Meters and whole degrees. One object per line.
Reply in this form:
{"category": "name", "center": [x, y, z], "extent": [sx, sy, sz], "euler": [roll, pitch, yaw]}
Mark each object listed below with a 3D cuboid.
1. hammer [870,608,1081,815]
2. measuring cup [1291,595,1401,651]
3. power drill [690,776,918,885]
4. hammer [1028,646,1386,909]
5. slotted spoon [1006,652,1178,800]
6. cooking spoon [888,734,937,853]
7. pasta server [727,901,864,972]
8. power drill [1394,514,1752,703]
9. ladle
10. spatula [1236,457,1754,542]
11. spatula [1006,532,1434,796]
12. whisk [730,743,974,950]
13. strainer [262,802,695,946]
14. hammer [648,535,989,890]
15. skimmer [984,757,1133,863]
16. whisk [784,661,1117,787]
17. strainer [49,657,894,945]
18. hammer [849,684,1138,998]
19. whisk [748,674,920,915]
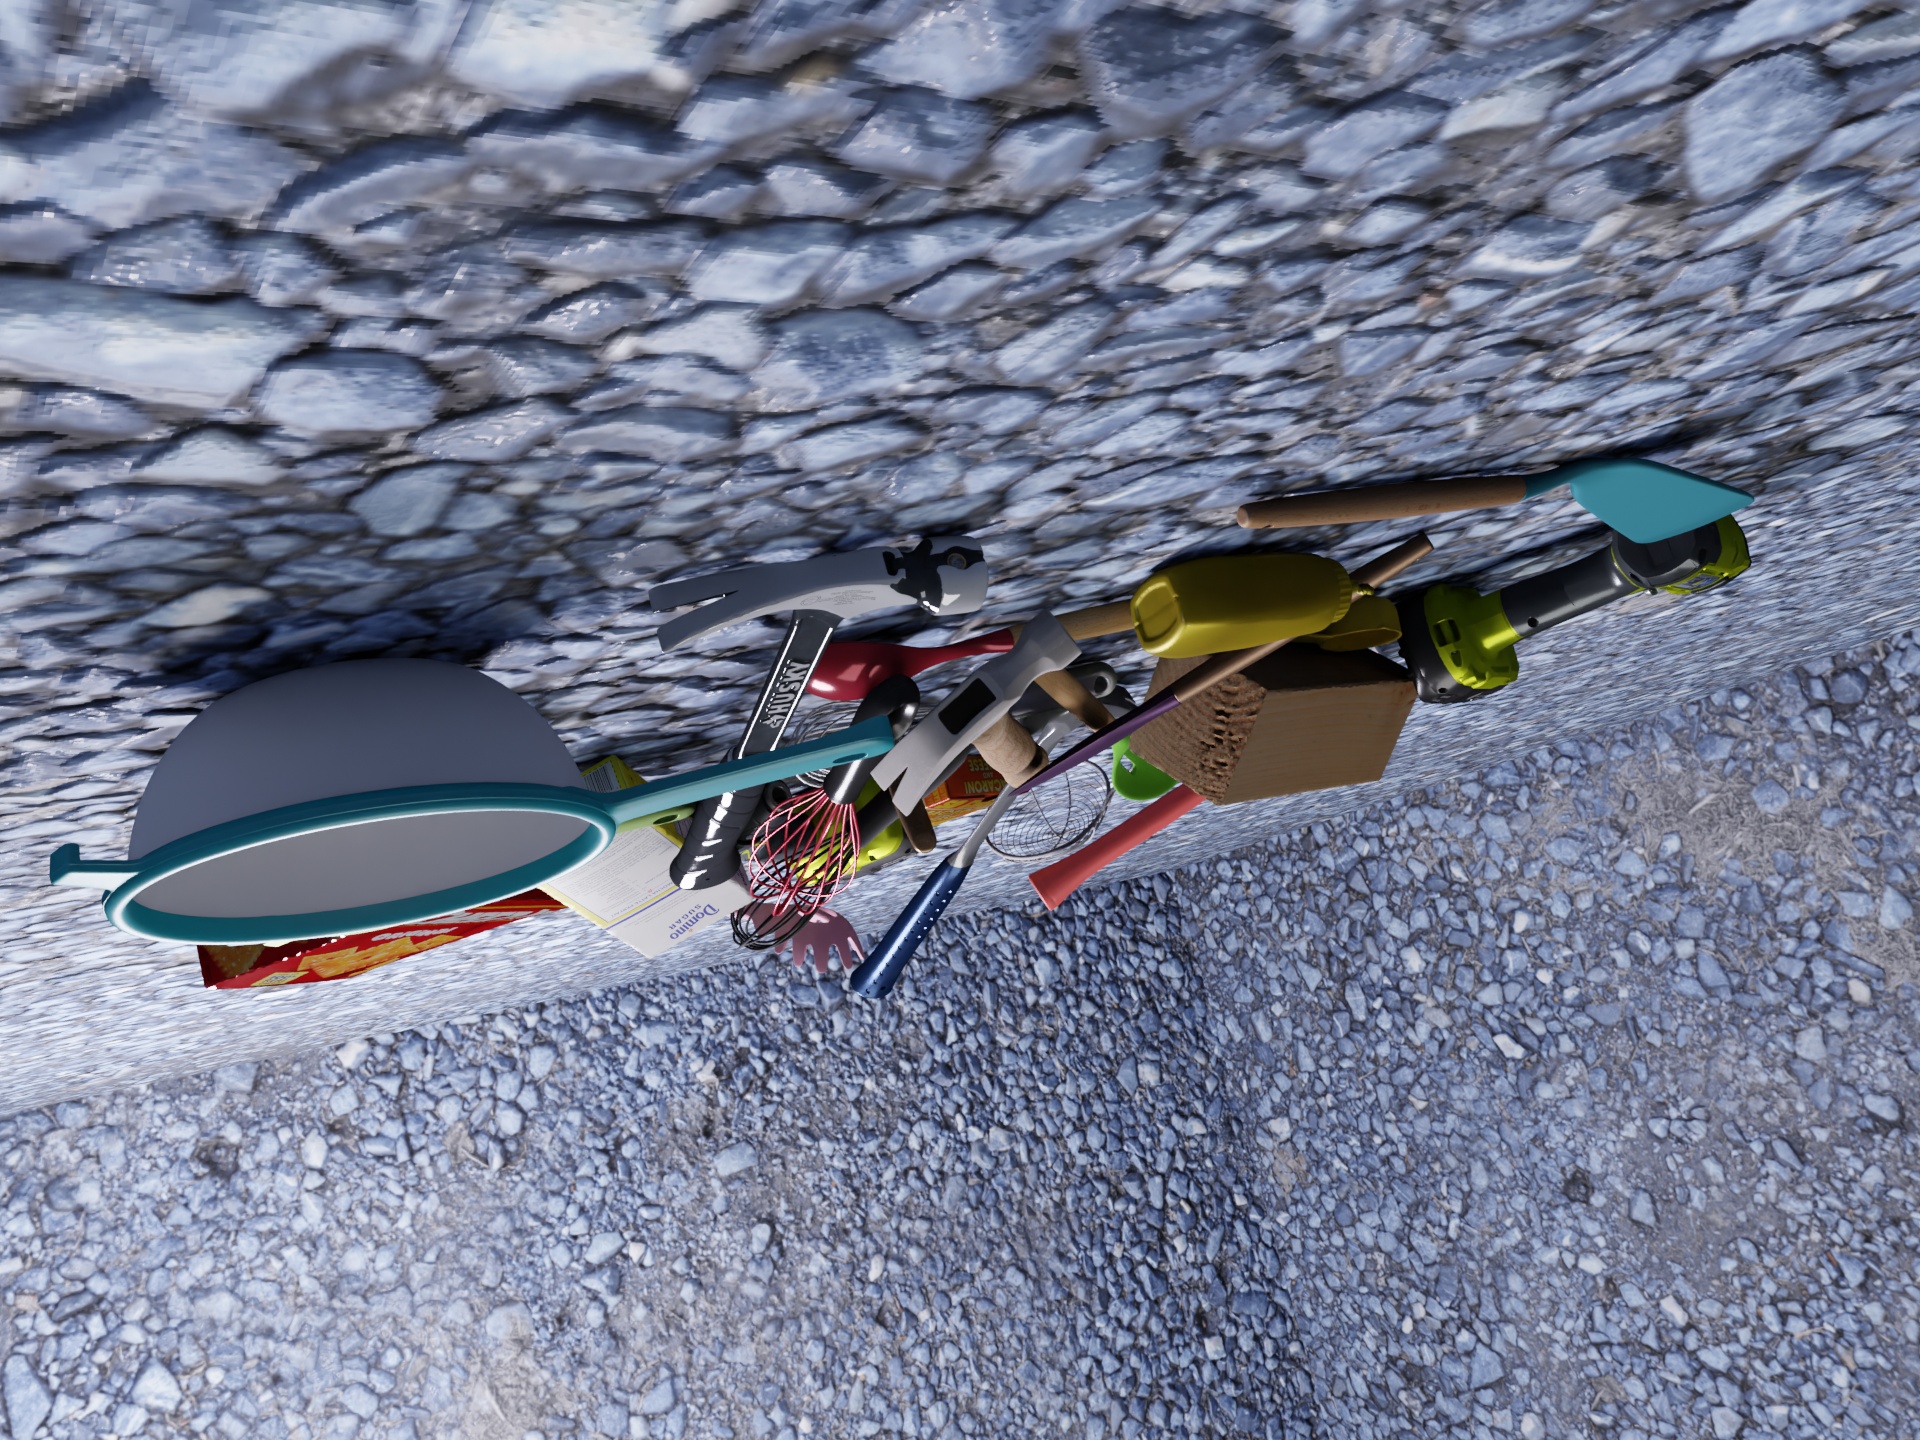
{"category": "hammer", "center": [0.023, 0.014, 0.974], "extent": [0.130, 0.031, 0.331], "euler": [-40, 169, 1]}
{"category": "measuring cup", "center": [0.232, -0.070, 1.100], "extent": [0.156, 0.029, 0.062], "euler": [2, 166, -18]}
{"category": "power drill", "center": [-0.141, 0.083, 1.244], "extent": [0.190, 0.080, 0.228], "euler": [-23, 164, 39]}
{"category": "hammer", "center": [0.218, 0.052, 1.385], "extent": [0.359, 0.037, 0.149], "euler": [-33, 170, 1]}
{"category": "slotted spoon", "center": [0.092, -0.005, 1.080], "extent": [0.070, 0.031, 0.313], "euler": [-49, 151, 4]}
{"category": "cooking spoon", "center": [-0.039, 0.043, 1.039], "extent": [0.069, 0.017, 0.319], "euler": [-17, -169, -4]}
{"category": "pasta server", "center": [-0.221, 0.154, 1.300], "extent": [0.316, 0.040, 0.060], "euler": [7, -165, 26]}
{"category": "power drill", "center": [0.435, -0.087, 1.125], "extent": [0.223, 0.080, 0.171], "euler": [-26, 165, 36]}
{"category": "ladle", "center": [0.051, -0.052, 0.922], "extent": [0.315, 0.031, 0.069], "euler": [-13, 168, -19]}
{"category": "spatula", "center": [0.285, -0.114, 0.859], "extent": [0.317, 0.044, 0.082], "euler": [-8, 172, -25]}
{"category": "spatula", "center": [0.161, -0.030, 1.023], "extent": [0.316, 0.018, 0.059], "euler": [-33, 173, 21]}
{"category": "whisk", "center": [-0.076, 0.084, 1.158], "extent": [0.239, 0.055, 0.055], "euler": [-42, 168, 0]}
{"category": "strainer", "center": [-0.272, 0.051, 0.917], "extent": [0.256, 0.069, 0.151], "euler": [-12, 160, -41]}
{"category": "hammer", "center": [-0.116, 0.017, 0.866], "extent": [0.149, 0.036, 0.408], "euler": [-8, 159, -22]}
{"category": "skimmer", "center": [0.123, 0.025, 1.362], "extent": [0.127, 0.090, 0.363], "euler": [-57, -178, -33]}
{"category": "whisk", "center": [-0.002, -0.003, 1.060], "extent": [0.246, 0.057, 0.059], "euler": [-14, -155, -23]}
{"category": "strainer", "center": [-0.204, 0.013, 0.712], "extent": [0.340, 0.095, 0.211], "euler": [-14, 165, -7]}
{"category": "hammer", "center": [0.010, 0.106, 1.296], "extent": [0.144, 0.035, 0.405], "euler": [-9, 146, -38]}
{"category": "whisk", "center": [-0.077, 0.048, 0.970], "extent": [0.073, 0.073, 0.295], "euler": [-10, 156, -25]}
